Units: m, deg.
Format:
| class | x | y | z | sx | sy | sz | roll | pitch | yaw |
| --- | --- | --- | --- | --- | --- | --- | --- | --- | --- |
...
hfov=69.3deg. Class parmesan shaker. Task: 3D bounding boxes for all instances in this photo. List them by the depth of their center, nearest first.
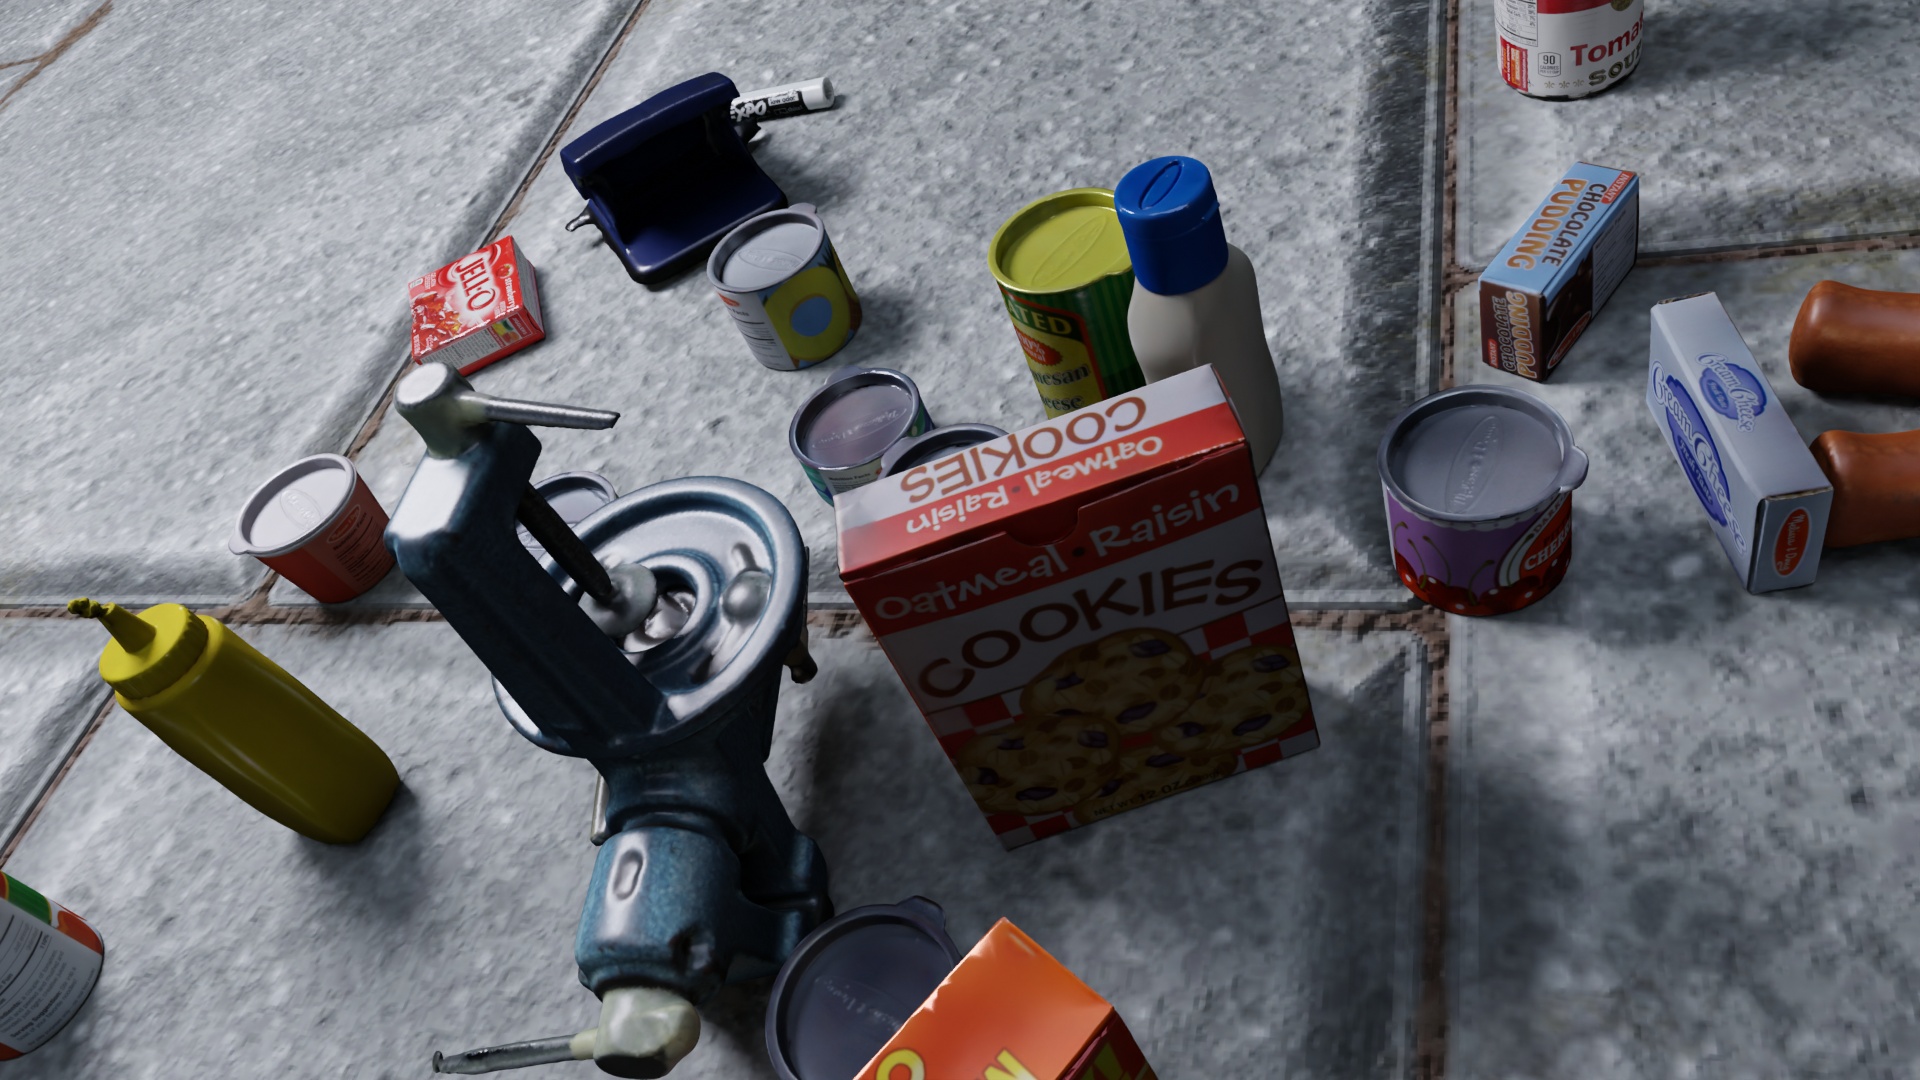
| class | x | y | z | sx | sy | sz | roll | pitch | yaw |
| --- | --- | --- | --- | --- | --- | --- | --- | --- | --- |
| parmesan shaker | 0.060 | -0.091 | 0.606 | 0.071 | 0.102 | 0.072 | -12 | 47 | 13 |

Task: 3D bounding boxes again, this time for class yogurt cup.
| class | x | y | z | sx | sy | sz | roll | pitch | yaw |
| --- | --- | --- | --- | --- | --- | --- | --- | --- | --- |
| yogurt cup | -0.332 | -0.004 | 0.727 | 0.072 | 0.053 | 0.073 | -12 | 47 | 13 |

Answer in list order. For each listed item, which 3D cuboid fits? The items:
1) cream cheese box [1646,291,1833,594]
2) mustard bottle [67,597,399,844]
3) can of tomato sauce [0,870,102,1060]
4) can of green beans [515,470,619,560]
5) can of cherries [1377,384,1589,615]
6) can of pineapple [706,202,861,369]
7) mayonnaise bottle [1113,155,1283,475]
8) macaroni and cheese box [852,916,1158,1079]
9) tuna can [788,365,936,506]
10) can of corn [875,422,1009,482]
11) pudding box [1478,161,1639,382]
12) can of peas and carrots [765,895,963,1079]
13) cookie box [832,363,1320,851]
| class | x | y | z | sx | sy | sz | roll | pitch | yaw |
| --- | --- | --- | --- | --- | --- | --- | --- | --- | --- |
| cream cheese box | 0.278 | -0.037 | 0.502 | 0.024 | 0.053 | 0.104 | -13 | 47 | 12 |
| mustard bottle | -0.302 | 0.070 | 0.576 | 0.065 | 0.159 | 0.049 | 8 | 54 | 28 |
| can of tomato sauce | -0.424 | 0.173 | 0.589 | 0.071 | 0.082 | 0.071 | -12 | 47 | 13 |
| can of green beans | -0.177 | 0.011 | 0.646 | 0.071 | 0.057 | 0.071 | -12 | 47 | 13 |
| can of cherries | 0.193 | -0.013 | 0.513 | 0.071 | 0.058 | 0.072 | -12 | 47 | 13 |
| can of pineapple | -0.091 | -0.134 | 0.738 | 0.071 | 0.057 | 0.071 | -12 | 47 | 13 |
| mayonnaise bottle | 0.095 | -0.083 | 0.553 | 0.041 | 0.147 | 0.065 | 17 | 60 | 34 |
| macaroni and cheese box | 0.006 | 0.183 | 0.343 | 0.124 | 0.165 | 0.040 | -44 | 49 | -17 |
| tuna can | -0.046 | -0.050 | 0.662 | 0.071 | 0.032 | 0.071 | -12 | 47 | 13 |
| can of corn | 0.002 | -0.007 | 0.588 | 0.071 | 0.058 | 0.071 | -12 | 47 | 13 |
| pudding box | 0.252 | -0.114 | 0.583 | 0.030 | 0.049 | 0.084 | 26 | 64 | 38 |
| can of peas and carrots | -0.020 | 0.159 | 0.450 | 0.071 | 0.058 | 0.071 | -12 | 47 | 13 |
| cookie box | 0.045 | 0.031 | 0.460 | 0.123 | 0.166 | 0.040 | -20 | 46 | 6 |
